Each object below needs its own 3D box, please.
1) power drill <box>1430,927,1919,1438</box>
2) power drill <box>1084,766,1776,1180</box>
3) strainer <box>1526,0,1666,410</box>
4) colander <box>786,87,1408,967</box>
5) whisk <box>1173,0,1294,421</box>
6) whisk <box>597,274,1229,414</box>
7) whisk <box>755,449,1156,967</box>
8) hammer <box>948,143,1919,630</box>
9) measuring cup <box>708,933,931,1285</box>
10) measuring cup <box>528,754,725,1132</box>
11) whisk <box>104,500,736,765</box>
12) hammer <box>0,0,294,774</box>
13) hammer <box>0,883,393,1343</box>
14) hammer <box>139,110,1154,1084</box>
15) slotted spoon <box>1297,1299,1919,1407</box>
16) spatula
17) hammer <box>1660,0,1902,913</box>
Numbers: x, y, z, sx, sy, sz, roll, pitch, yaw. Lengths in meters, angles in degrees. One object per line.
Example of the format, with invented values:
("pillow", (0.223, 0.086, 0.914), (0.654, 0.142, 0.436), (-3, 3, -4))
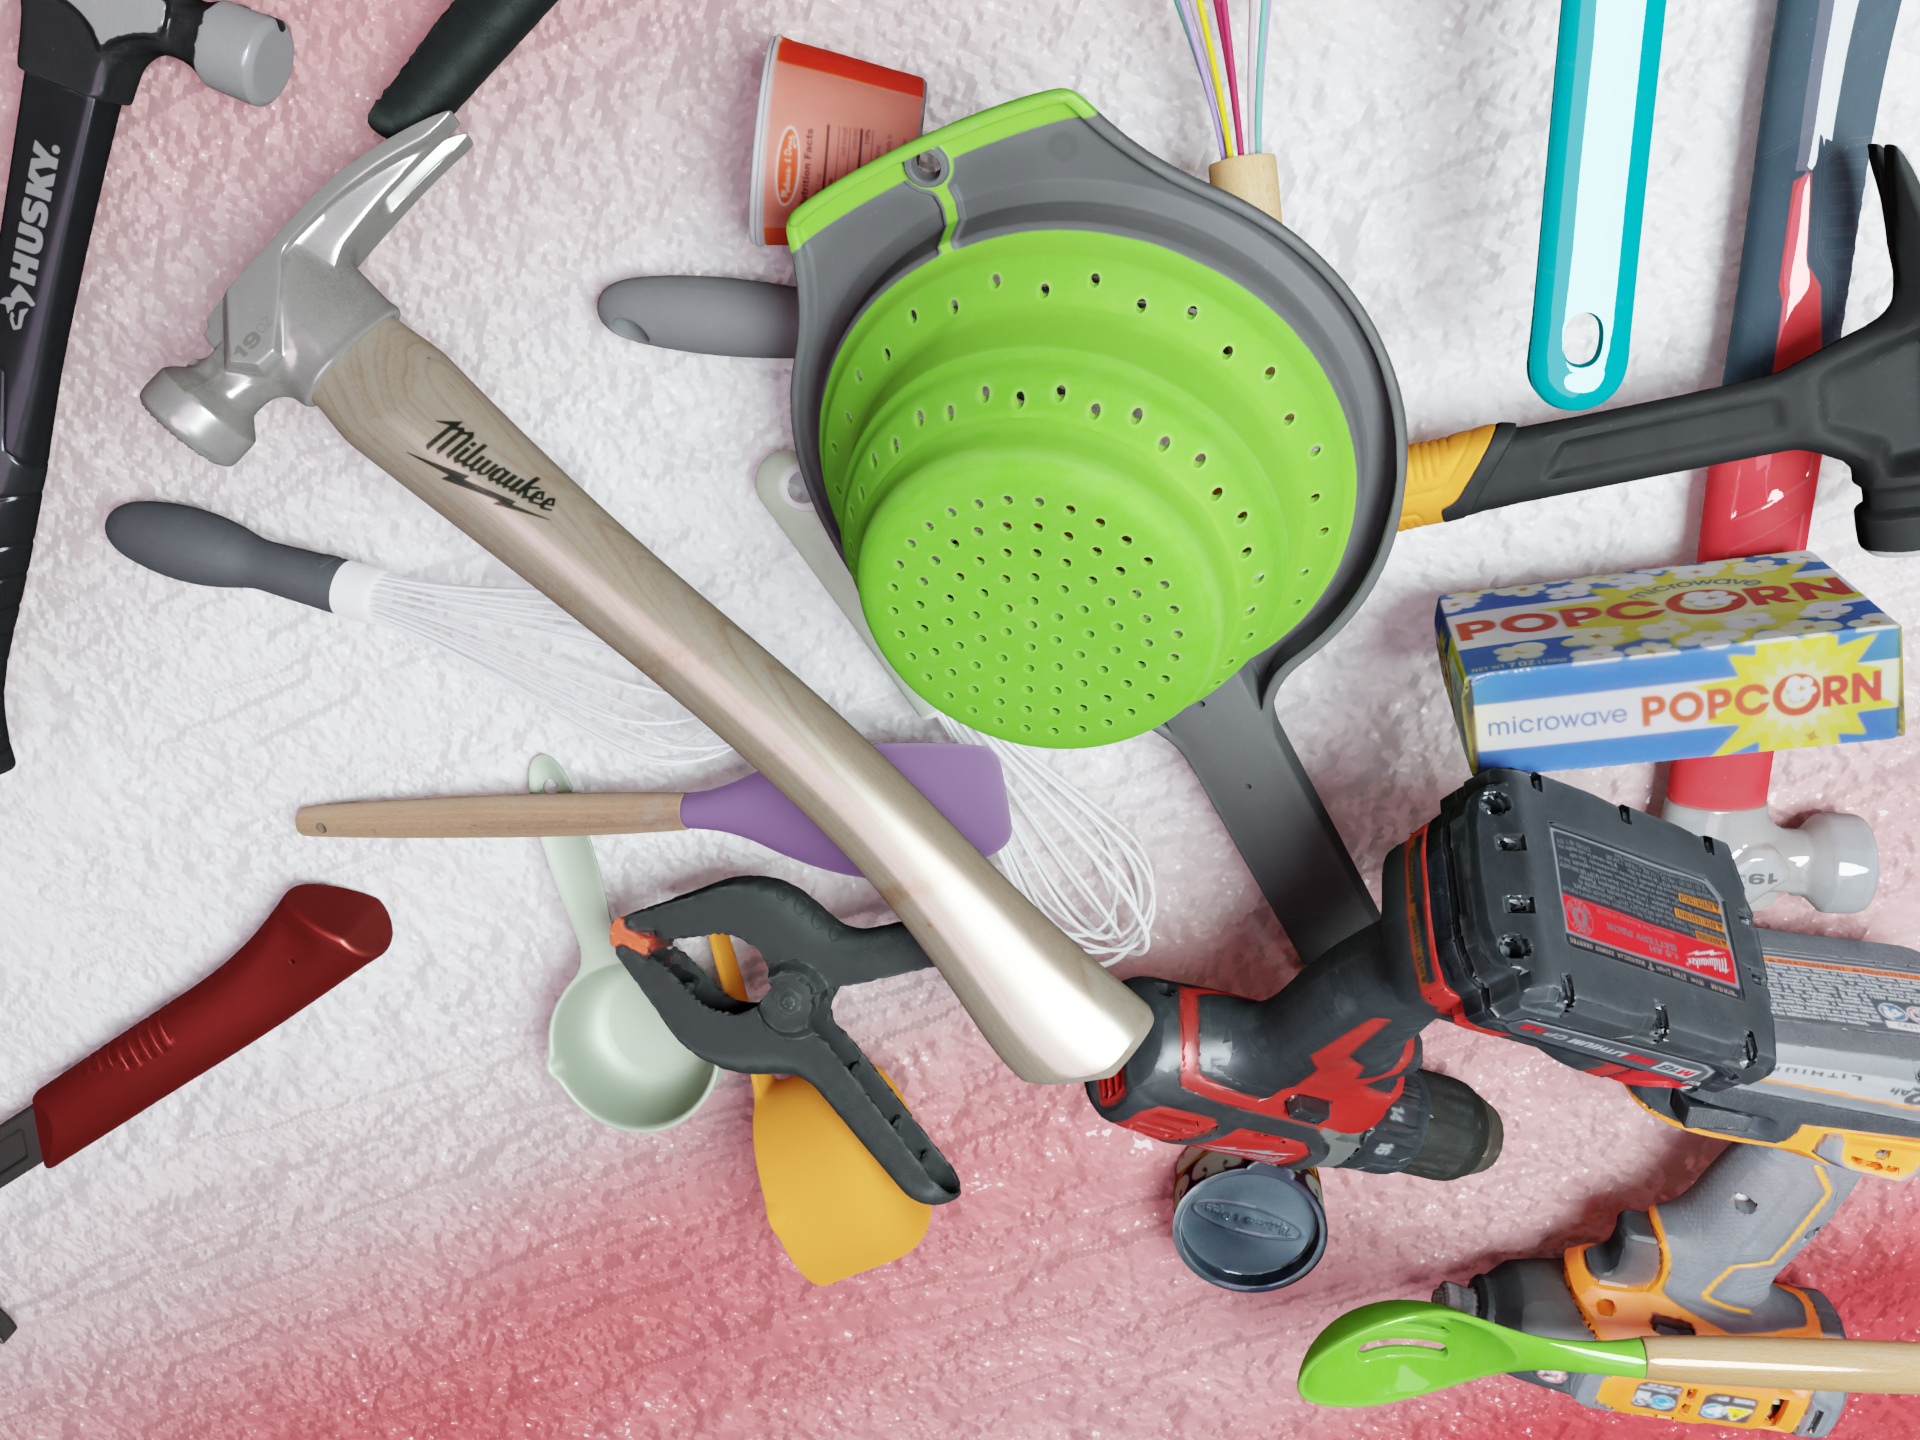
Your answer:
("power drill", (0.289, 0.192, 0.636), (0.164, 0.084, 0.226), (6, 121, 4))
("power drill", (0.175, 0.114, 0.576), (0.187, 0.080, 0.226), (18, 145, -22))
("strainer", (0.186, -0.267, 0.459), (0.211, 0.095, 0.340), (1, 112, 8))
("colander", (0.071, 0.000, 0.536), (0.204, 0.095, 0.396), (-14, 125, 29))
("whisk", (0.084, -0.201, 0.507), (0.051, 0.047, 0.245), (-5, 99, 18))
("whisk", (-0.016, -0.137, 0.568), (0.239, 0.055, 0.055), (8, 113, 9))
("whisk", (-0.001, -0.002, 0.621), (0.058, 0.059, 0.246), (-40, 101, -21))
("hammer", (0.150, -0.088, 0.545), (0.337, 0.034, 0.127), (-11, 108, 20))
("measuring cup", (-0.060, 0.149, 0.677), (0.052, 0.095, 0.173), (-19, 90, 9))
("measuring cup", (-0.149, 0.093, 0.686), (0.083, 0.038, 0.167), (-17, 93, 11))
("whisk", (-0.205, -0.043, 0.625), (0.284, 0.070, 0.070), (16, 113, 6))
("hammer", (-0.363, -0.124, 0.601), (0.146, 0.035, 0.334), (21, 107, -1))
("hammer", (-0.399, 0.183, 0.747), (0.359, 0.037, 0.149), (-31, 105, 18))
("hammer", (-0.085, -0.028, 0.565), (0.410, 0.038, 0.146), (42, 89, -3))
("slotted spoon", (0.288, 0.247, 0.612), (0.314, 0.031, 0.070), (-1, 132, 7))
("spatula", (-0.133, 0.039, 0.644), (0.316, 0.018, 0.059), (-2, 115, 16))
("hammer", (0.263, -0.109, 0.546), (0.143, 0.038, 0.386), (1, 112, 8))
